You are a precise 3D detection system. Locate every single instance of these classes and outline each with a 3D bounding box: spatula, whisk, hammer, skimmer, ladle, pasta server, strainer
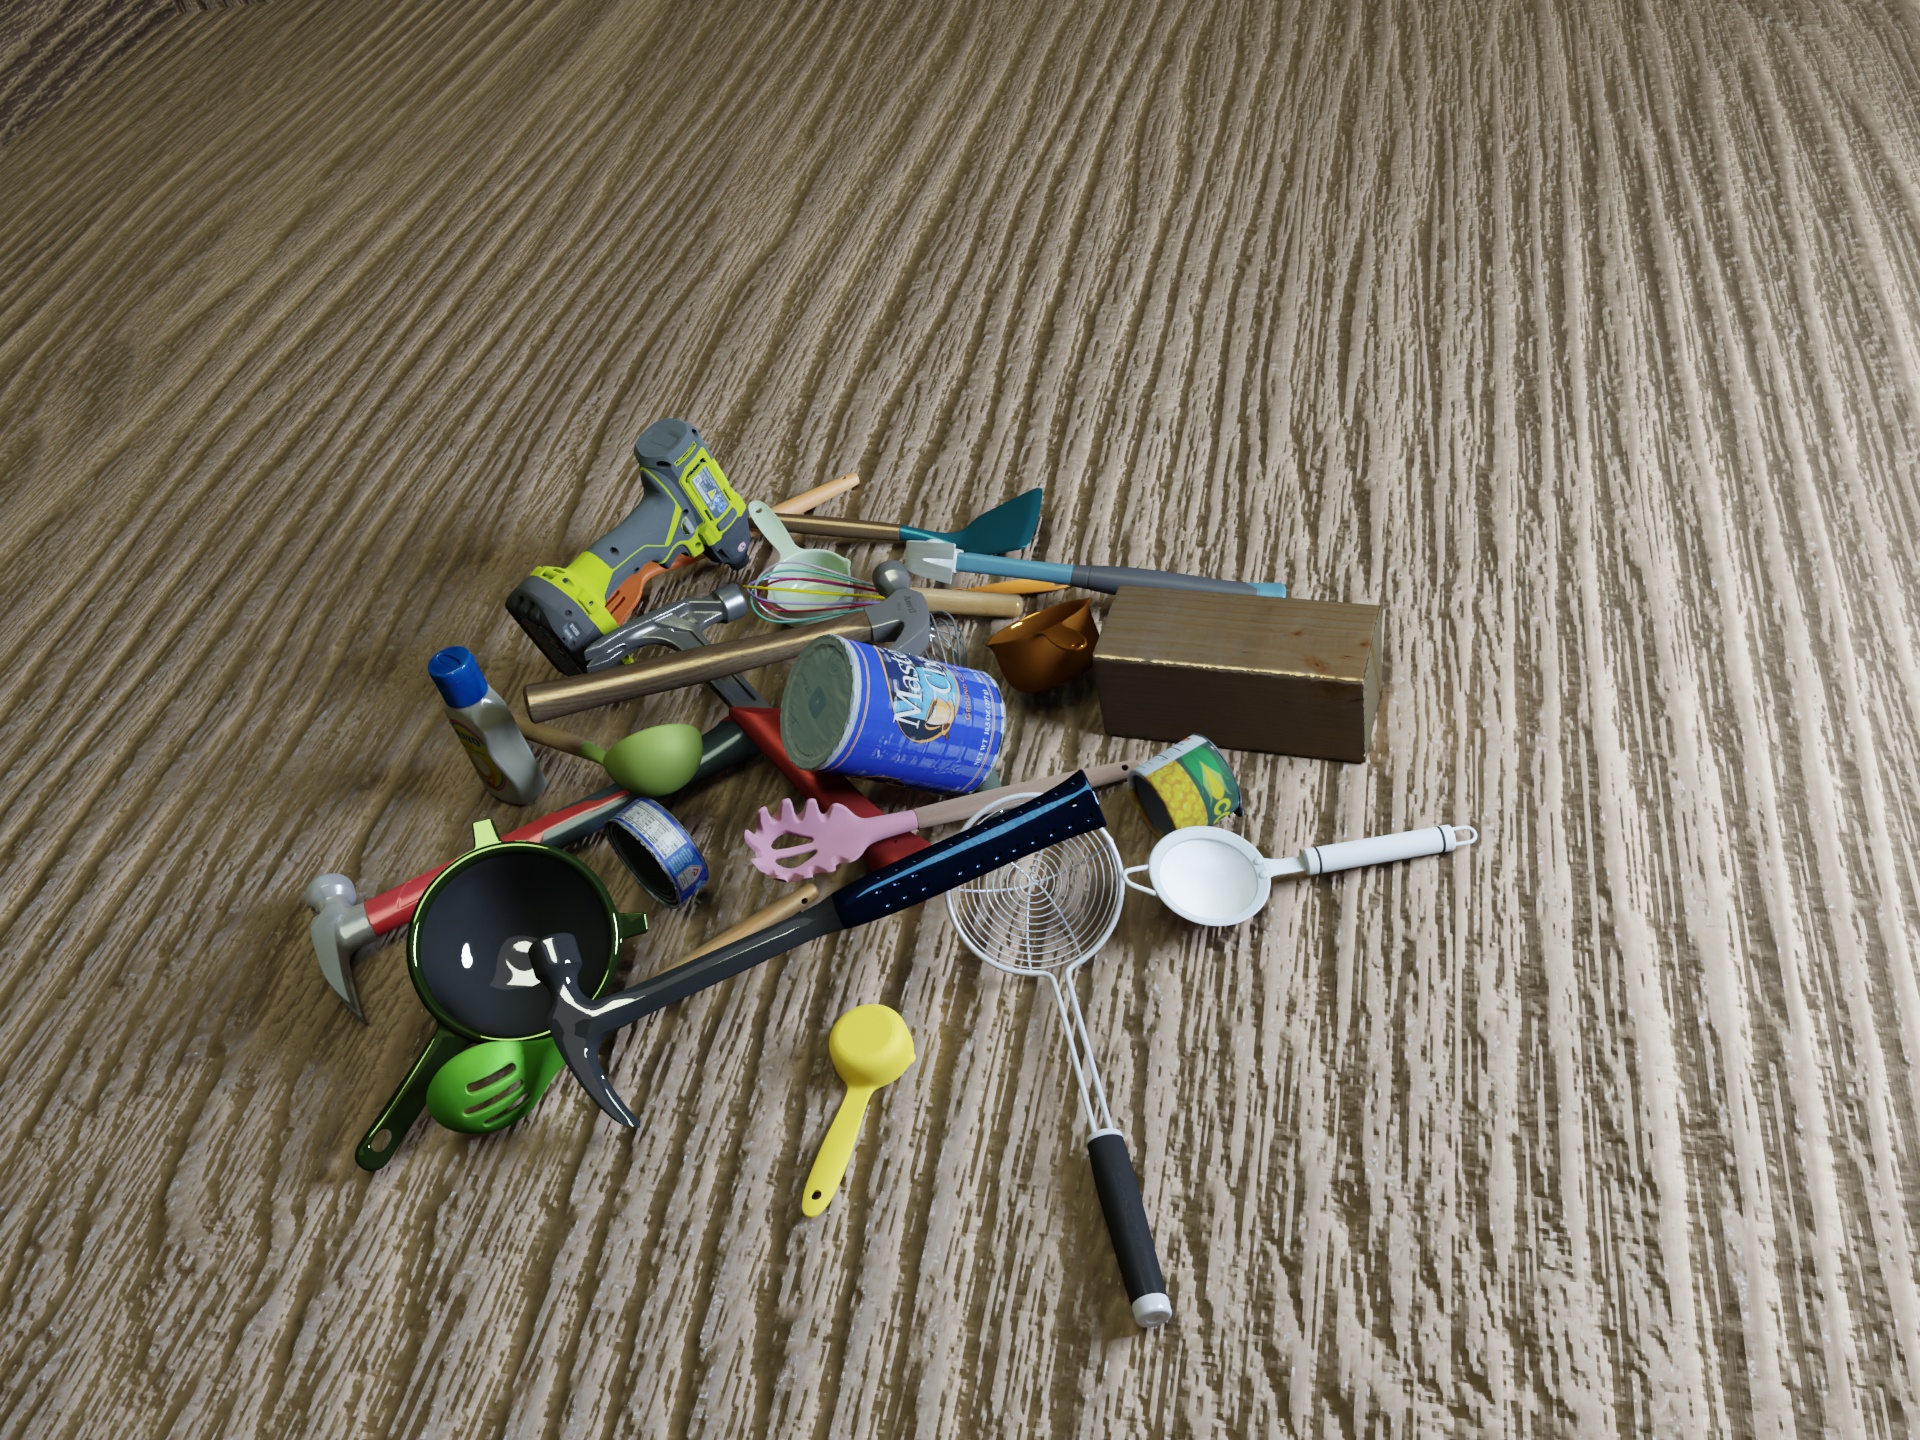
[{"bbox_3d":[-0.235,-0.164,1.539,0.322,0.041,0.081,-29,46,-20],"label":"spatula"},{"bbox_3d":[-0.002,-0.004,1.302,0.059,0.057,0.247,-42,42,21],"label":"whisk"},{"bbox_3d":[-0.184,-0.049,1.283,0.331,0.031,0.130,-14,42,-10],"label":"hammer"},{"bbox_3d":[0.074,0.204,1.029,0.127,0.090,0.364,-14,43,0],"label":"skimmer"},{"bbox_3d":[-0.323,0.007,1.317,0.078,0.062,0.320,-2,11,-44],"label":"ladle"},{"bbox_3d":[-0.007,0.066,1.185,0.316,0.040,0.060,-12,72,-18],"label":"pasta server"},{"bbox_3d":[-0.082,-0.188,1.493,0.317,0.044,0.082,6,51,11],"label":"spatula"},{"bbox_3d":[-0.353,0.212,1.160,0.151,0.069,0.256,31,71,0],"label":"strainer"},{"bbox_3d":[0.111,-0.123,1.360,0.331,0.033,0.128,8,8,11],"label":"hammer"},{"bbox_3d":[-0.091,0.140,1.083,0.405,0.035,0.144,-24,71,2],"label":"hammer"},{"bbox_3d":[-0.152,0.019,1.272,0.149,0.036,0.359,-29,54,-26],"label":"hammer"},{"bbox_3d":[0.241,0.103,1.126,0.258,0.050,0.087,-9,49,-3],"label":"strainer"},{"bbox_3d":[-0.328,0.102,1.279,0.386,0.038,0.143,-26,46,-12],"label":"hammer"},{"bbox_3d":[-0.068,-0.106,1.389,0.245,0.047,0.051,4,66,-3],"label":"whisk"}]

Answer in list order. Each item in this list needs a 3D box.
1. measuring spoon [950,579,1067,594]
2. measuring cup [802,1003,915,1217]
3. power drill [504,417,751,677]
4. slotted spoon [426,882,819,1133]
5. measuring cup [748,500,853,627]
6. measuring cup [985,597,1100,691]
[{"bbox_3d":[0.044,-0.115,1.425,0.117,0.011,0.021,-7,40,3],"label":"measuring spoon"},{"bbox_3d":[-0.076,0.255,1.059,0.062,0.029,0.157,4,45,19],"label":"measuring cup"},{"bbox_3d":[-0.283,-0.136,1.426,0.080,0.171,0.223,25,67,34],"label":"power drill"},{"bbox_3d":[-0.233,0.201,1.145,0.314,0.070,0.031,-31,29,-24],"label":"slotted spoon"},{"bbox_3d":[-0.156,-0.145,1.472,0.083,0.038,0.168,-27,52,-12],"label":"measuring cup"},{"bbox_3d":[0.081,-0.051,1.268,0.095,0.052,0.174,-25,15,-5],"label":"measuring cup"}]
